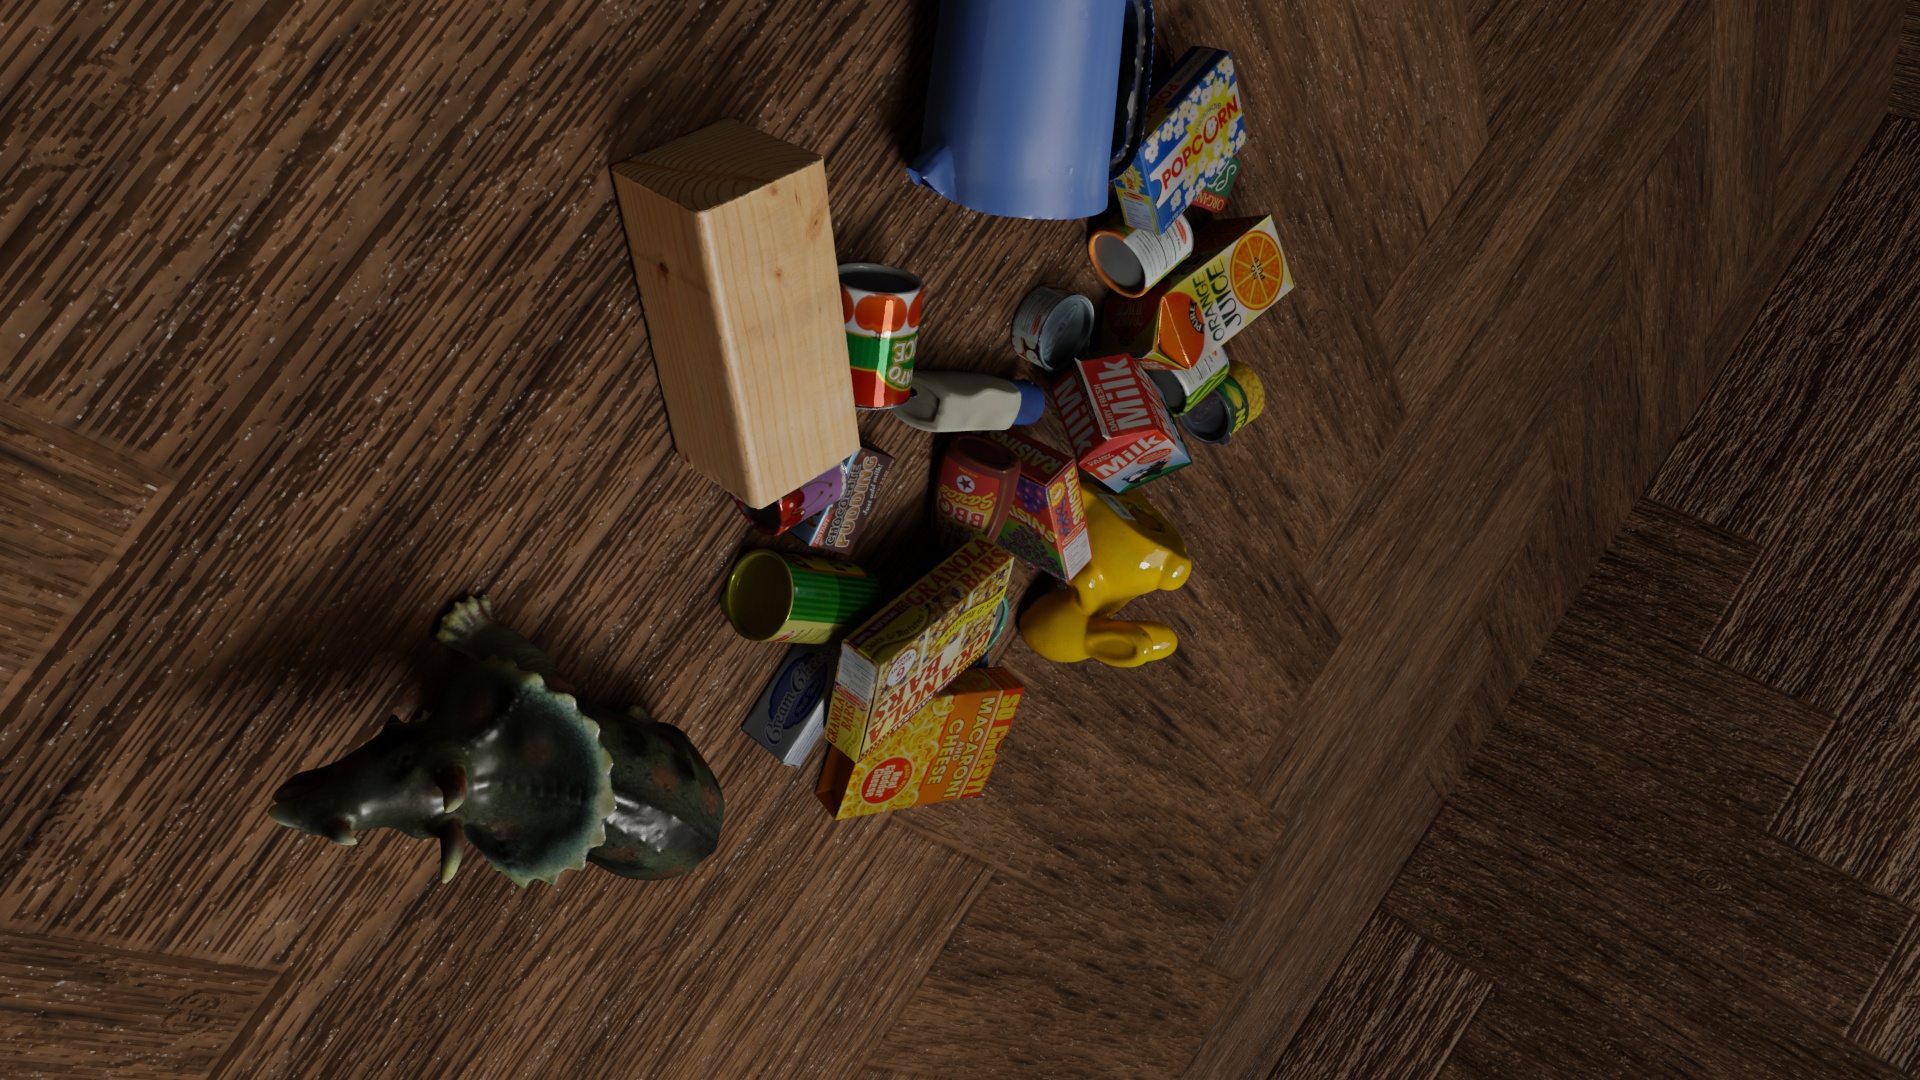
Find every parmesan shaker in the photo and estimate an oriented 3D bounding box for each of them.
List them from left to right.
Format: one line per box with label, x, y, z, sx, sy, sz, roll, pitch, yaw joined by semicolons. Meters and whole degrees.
parmesan shaker;-0.116;0.044;1.028;0.103;0.071;0.071;9;108;-54

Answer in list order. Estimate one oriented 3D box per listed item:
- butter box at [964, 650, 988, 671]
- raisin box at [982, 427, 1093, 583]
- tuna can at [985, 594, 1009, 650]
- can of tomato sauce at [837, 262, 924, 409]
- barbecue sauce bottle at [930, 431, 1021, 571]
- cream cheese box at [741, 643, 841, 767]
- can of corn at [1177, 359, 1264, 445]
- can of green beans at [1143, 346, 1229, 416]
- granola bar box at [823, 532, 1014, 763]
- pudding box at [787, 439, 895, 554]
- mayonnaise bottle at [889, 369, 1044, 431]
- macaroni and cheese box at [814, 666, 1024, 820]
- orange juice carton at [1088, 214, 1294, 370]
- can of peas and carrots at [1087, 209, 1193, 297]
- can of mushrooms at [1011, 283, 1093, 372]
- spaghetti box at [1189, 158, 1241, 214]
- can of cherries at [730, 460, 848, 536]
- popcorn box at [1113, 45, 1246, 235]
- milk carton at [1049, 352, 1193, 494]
butter box;0.000;0.141;1.276;0.053;0.024;0.103;-32;137;-33
raisin box;0.061;-0.031;1.168;0.040;0.086;0.122;-42;142;-23
tuna can;0.010;0.069;1.227;0.071;0.033;0.070;-30;136;-34
can of tomato sauce;-0.060;-0.141;0.952;0.071;0.071;0.082;-20;129;-42
barbecue sauce bottle;0.004;-0.014;1.136;0.044;0.065;0.147;-45;156;-49
cream cheese box;-0.122;0.120;1.084;0.104;0.053;0.024;-57;147;-2
can of corn;0.253;-0.133;1.345;0.058;0.071;0.070;-33;138;-33
can of green beans;0.201;-0.155;1.268;0.058;0.071;0.071;-40;141;-24
granola bar box;-0.031;0.084;1.087;0.166;0.039;0.123;-38;155;-39
pudding box;-0.089;-0.035;1.030;0.049;0.030;0.083;18;101;-54
mayonnaise bottle;0.011;-0.107;1.074;0.148;0.065;0.041;-6;118;-53
macaroni and cheese box;-0.033;0.176;1.218;0.167;0.040;0.123;0;120;-40
orange juice carton;0.196;-0.205;1.202;0.193;0.072;0.072;-39;117;-27
can of peas and carrots;0.145;-0.241;1.138;0.059;0.071;0.070;-42;142;-22
can of mushrooms;0.076;-0.172;1.129;0.071;0.033;0.070;-31;136;-35
spaghetti box;0.151;-0.311;1.122;0.250;0.029;0.050;0;114;-51
can of cherries;-0.120;-0.042;0.955;0.058;0.071;0.071;-33;138;-31
popcorn box;0.169;-0.312;1.083;0.127;0.038;0.085;-49;142;-21
milk carton;0.132;-0.098;1.161;0.073;0.072;0.190;-24;164;15
